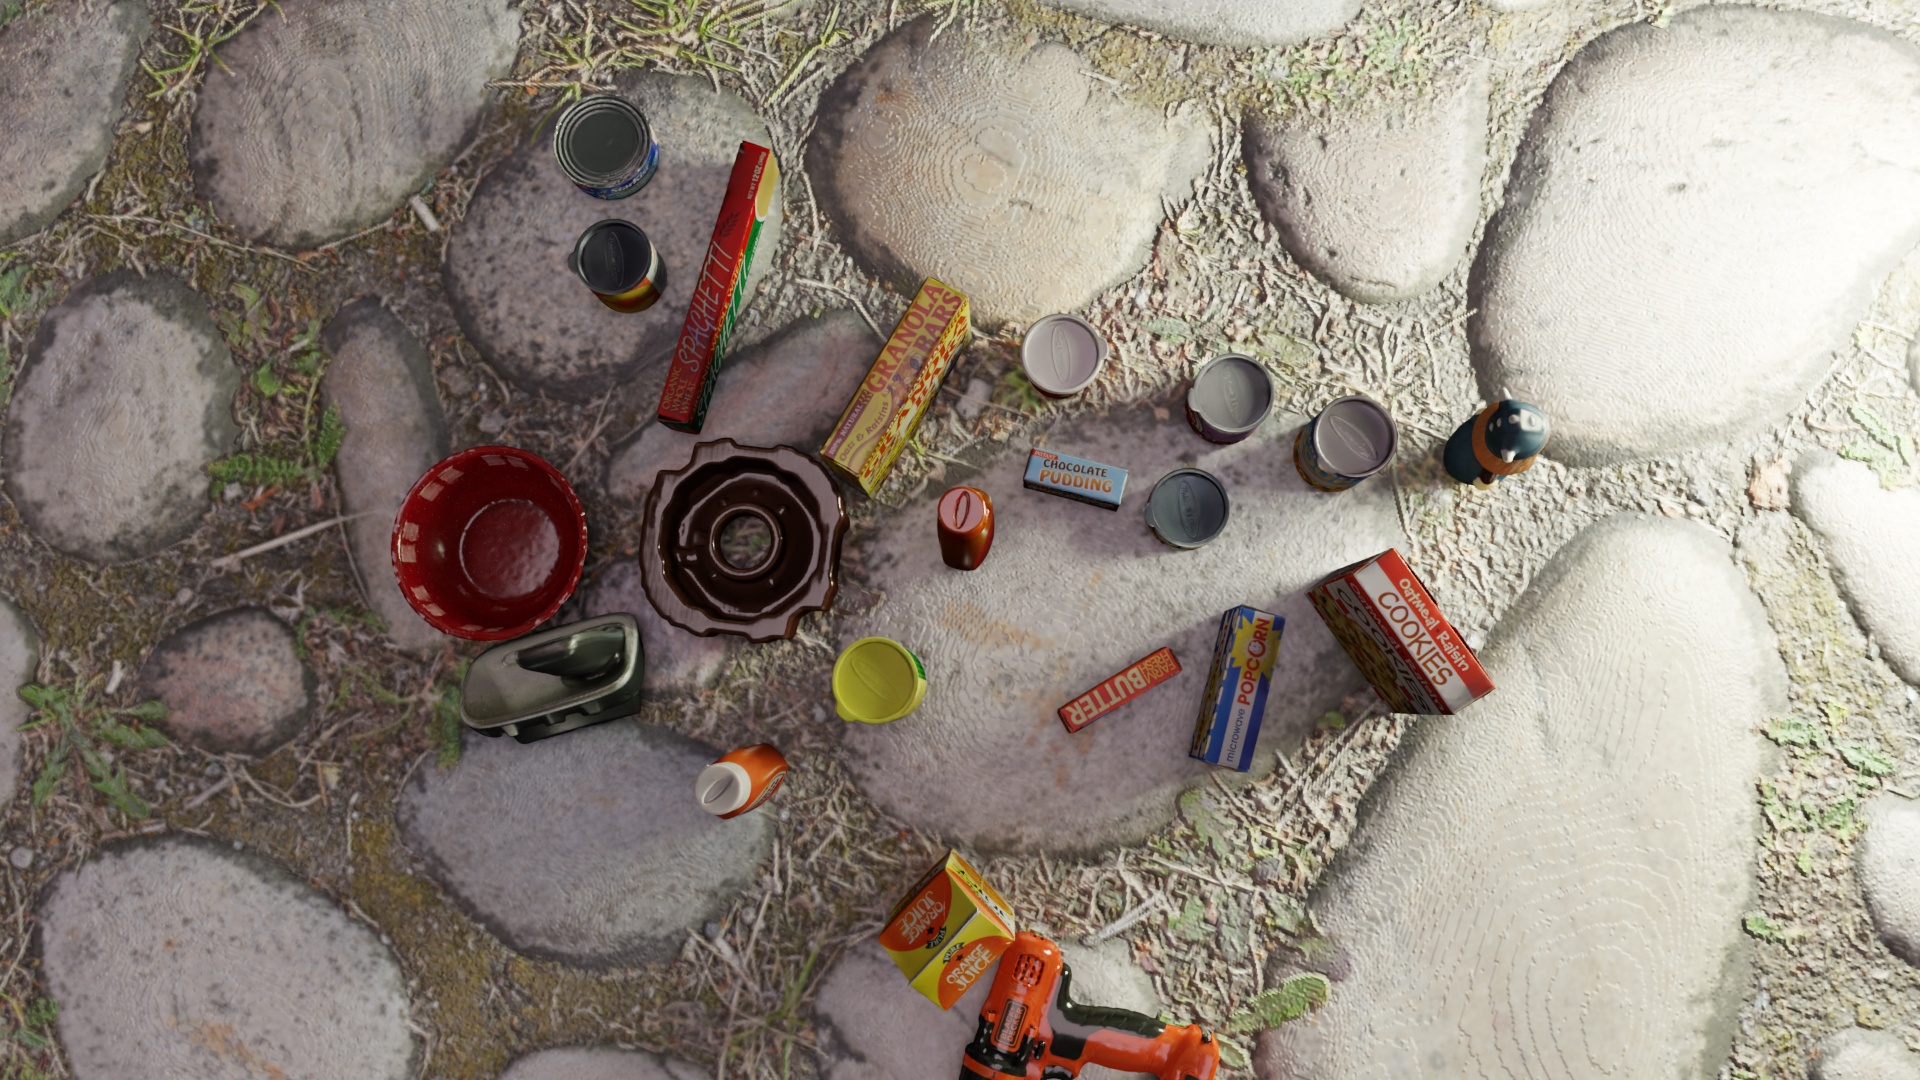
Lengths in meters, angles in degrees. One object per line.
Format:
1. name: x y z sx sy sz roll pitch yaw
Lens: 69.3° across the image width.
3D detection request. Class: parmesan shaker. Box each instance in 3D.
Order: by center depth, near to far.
1. parmesan shaker: -0.065 0.114 1.105 0.071 0.103 0.071 0 83 2

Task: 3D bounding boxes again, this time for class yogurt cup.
1. yogurt cup: 0.083 -0.150 1.160 0.072 0.054 0.072 0 83 2

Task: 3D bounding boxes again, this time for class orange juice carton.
1. orange juice carton: -0.009 0.289 1.035 0.072 0.192 0.073 -45 84 -4

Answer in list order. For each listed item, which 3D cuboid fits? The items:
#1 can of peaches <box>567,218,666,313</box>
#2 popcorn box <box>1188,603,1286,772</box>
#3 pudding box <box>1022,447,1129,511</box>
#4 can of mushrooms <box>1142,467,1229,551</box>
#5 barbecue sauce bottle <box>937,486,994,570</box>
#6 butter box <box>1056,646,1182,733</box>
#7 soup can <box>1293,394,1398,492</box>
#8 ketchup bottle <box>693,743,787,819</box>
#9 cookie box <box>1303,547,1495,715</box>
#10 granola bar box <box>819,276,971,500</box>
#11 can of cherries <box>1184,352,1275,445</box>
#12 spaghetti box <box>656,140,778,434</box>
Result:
1. can of peaches: -0.290 -0.232 1.179 0.071 0.058 0.071 0 83 2
2. popcorn box: 0.219 0.118 1.105 0.038 0.085 0.127 15 83 4
3. pudding box: 0.095 -0.051 1.149 0.084 0.049 0.030 15 84 4
4. can of mushrooms: 0.185 -0.025 1.151 0.071 0.033 0.071 0 83 2
5. barbecue sauce bottle: 0.004 -0.014 1.097 0.044 0.148 0.065 12 84 3
6. butter box: 0.127 0.121 1.124 0.103 0.053 0.024 -30 83 -2
7. soup can: 0.309 -0.075 1.129 0.071 0.083 0.071 0 83 2
8. ketchup bottle: -0.174 0.188 1.075 0.065 0.148 0.043 -45 84 -4
9. cookie box: 0.333 0.073 1.066 0.040 0.167 0.123 -34 83 -2
10. granola bar box: -0.050 -0.120 1.125 0.039 0.124 0.165 30 85 5
11. can of cherries: 0.219 -0.116 1.149 0.071 0.058 0.071 0 83 2
12. spaghetti box: -0.205 -0.212 1.178 0.029 0.050 0.250 15 83 4
